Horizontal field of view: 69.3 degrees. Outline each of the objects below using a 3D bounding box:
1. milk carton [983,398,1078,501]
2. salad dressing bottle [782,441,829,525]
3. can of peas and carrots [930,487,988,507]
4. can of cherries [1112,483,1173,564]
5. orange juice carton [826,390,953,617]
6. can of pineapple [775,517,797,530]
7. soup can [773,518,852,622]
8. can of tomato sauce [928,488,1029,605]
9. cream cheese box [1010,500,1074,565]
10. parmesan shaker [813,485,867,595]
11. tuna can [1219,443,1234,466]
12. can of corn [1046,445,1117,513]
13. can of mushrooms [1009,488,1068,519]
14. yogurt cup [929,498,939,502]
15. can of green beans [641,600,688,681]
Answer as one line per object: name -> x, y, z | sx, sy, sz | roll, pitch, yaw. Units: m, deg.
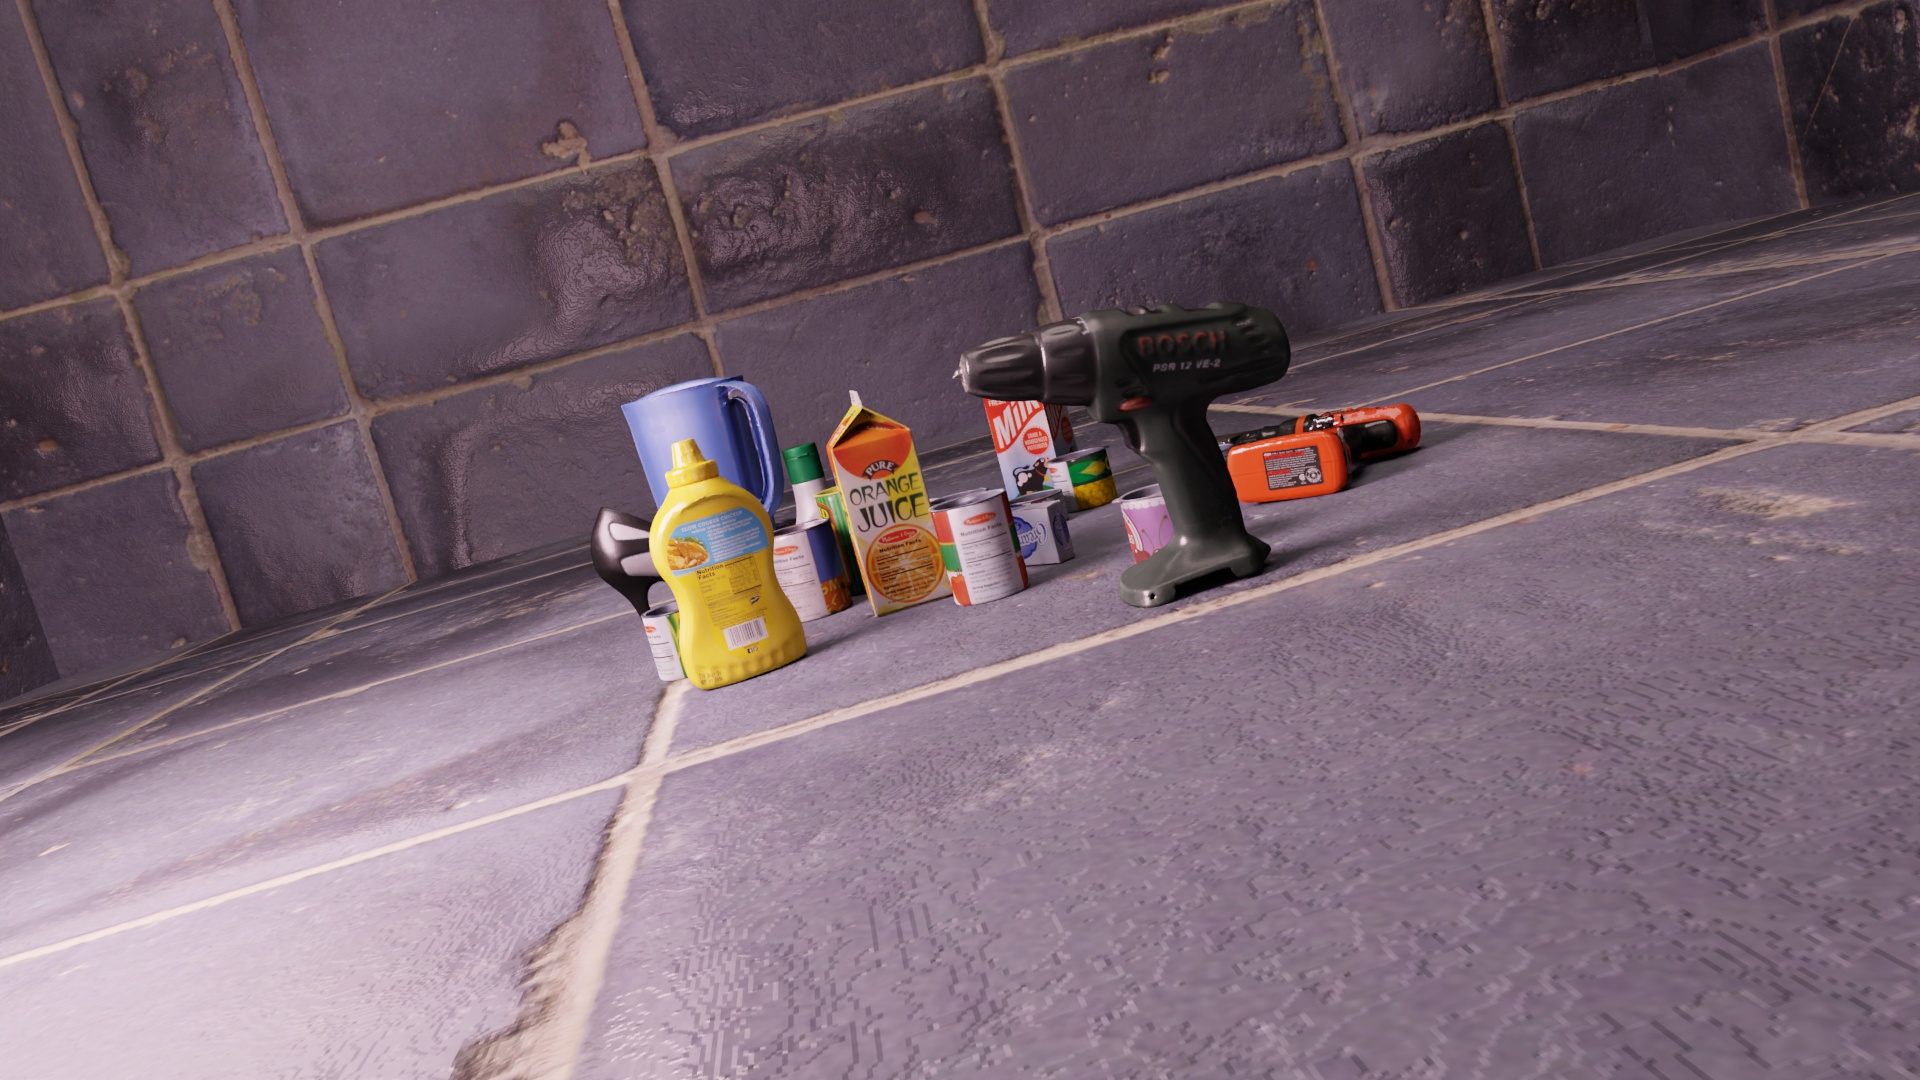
milk carton -> 0.081, -0.132, 1.586 | 0.072, 0.190, 0.074 | -11, 8, 27
salad dressing bottle -> -0.150, -0.029, 1.461 | 0.064, 0.147, 0.044 | -17, 8, -11
can of peas and carrots -> 0.005, -0.018, 1.418 | 0.071, 0.058, 0.071 | -15, 8, 2
can of cherries -> 0.161, -0.013, 1.098 | 0.071, 0.058, 0.071 | -15, 8, 2
orange juice carton -> -0.068, -0.038, 1.215 | 0.073, 0.192, 0.072 | -16, 8, -6
can of pineapple -> -0.213, 0.009, 1.642 | 0.071, 0.057, 0.071 | -15, 8, 2
soup can -> -0.141, 0.027, 1.291 | 0.071, 0.083, 0.071 | -15, 8, 2
can of tomato sauce -> 0.016, 0.005, 1.156 | 0.071, 0.083, 0.071 | -15, 8, 2
cream cheese box -> 0.053, -0.004, 1.252 | 0.103, 0.053, 0.024 | -7, 11, 45
parmesan shaker -> -0.097, -0.004, 1.351 | 0.071, 0.103, 0.071 | -15, 8, 2
tuna can -> 0.256, -0.077, 1.455 | 0.071, 0.032, 0.071 | -15, 8, 2
can of corn -> 0.135, -0.067, 1.513 | 0.071, 0.058, 0.071 | -15, 8, 2
can of mushrooms -> 0.076, -0.030, 1.461 | 0.071, 0.033, 0.071 | -15, 8, 2
yogurt cup -> -0.045, -0.011, 1.482 | 0.072, 0.054, 0.072 | -15, 8, 2
can of green beans -> -0.230, 0.081, 1.179 | 0.071, 0.057, 0.071 | -15, 8, 2
